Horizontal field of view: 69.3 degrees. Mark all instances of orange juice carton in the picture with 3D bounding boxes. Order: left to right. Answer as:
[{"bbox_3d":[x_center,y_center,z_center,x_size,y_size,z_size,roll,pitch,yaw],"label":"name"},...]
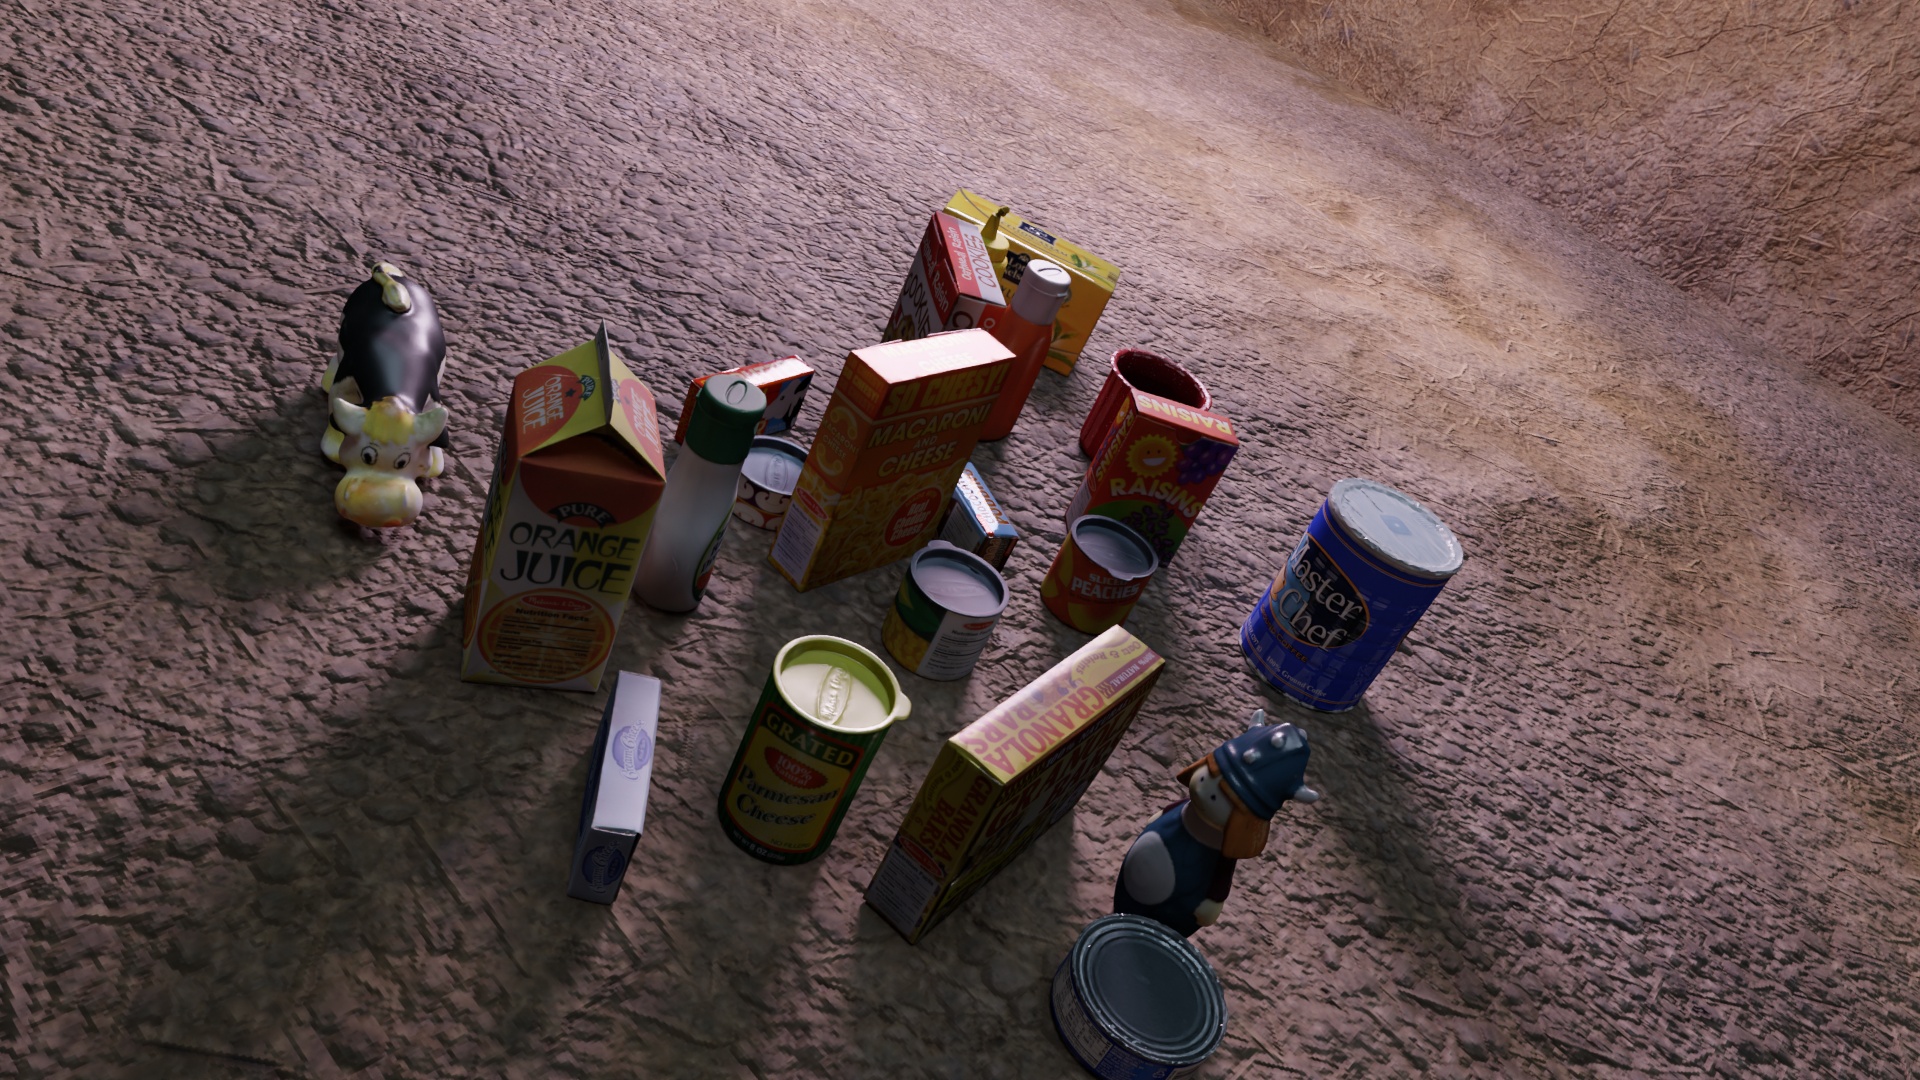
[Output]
[{"bbox_3d":[-0.202,-0.015,0.711,0.073,0.191,0.072,9,37,-25],"label":"orange juice carton"}]

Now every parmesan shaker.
[{"bbox_3d":[-0.076,0.109,0.705,0.071,0.102,0.072,18,34,-12],"label":"parmesan shaker"}]

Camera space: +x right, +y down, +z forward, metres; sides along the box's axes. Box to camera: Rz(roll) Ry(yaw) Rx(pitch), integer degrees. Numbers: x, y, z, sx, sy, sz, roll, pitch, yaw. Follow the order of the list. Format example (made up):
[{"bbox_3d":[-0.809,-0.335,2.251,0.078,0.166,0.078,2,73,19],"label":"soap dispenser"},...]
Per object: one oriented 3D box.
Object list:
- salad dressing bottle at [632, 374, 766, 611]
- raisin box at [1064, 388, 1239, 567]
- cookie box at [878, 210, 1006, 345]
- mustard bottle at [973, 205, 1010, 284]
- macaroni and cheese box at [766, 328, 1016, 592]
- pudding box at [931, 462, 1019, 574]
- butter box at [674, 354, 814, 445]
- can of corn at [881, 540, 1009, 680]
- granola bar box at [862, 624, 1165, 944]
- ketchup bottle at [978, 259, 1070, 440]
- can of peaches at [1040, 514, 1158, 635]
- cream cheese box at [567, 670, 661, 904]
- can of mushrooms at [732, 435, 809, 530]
[{"bbox_3d":[-0.151,-0.026,0.801,0.044,0.147,0.064,22,33,-6],"label":"salad dressing bottle"},{"bbox_3d":[0.142,-0.045,1.045,0.086,0.122,0.040,16,34,-15],"label":"raisin box"},{"bbox_3d":[-0.025,-0.138,1.023,0.040,0.166,0.123,12,35,-21],"label":"cookie box"},{"bbox_3d":[0.004,-0.209,1.146,0.049,0.159,0.065,14,35,-18],"label":"mustard bottle"},{"bbox_3d":[-0.045,-0.053,0.892,0.040,0.165,0.124,42,36,24],"label":"macaroni and cheese box"},{"bbox_3d":[0.003,-0.012,0.974,0.030,0.049,0.084,1,41,-33],"label":"pudding box"},{"bbox_3d":[-0.152,-0.097,0.984,0.024,0.052,0.104,40,36,21],"label":"butter box"},{"bbox_3d":[-0.011,0.044,0.878,0.071,0.058,0.071,18,34,-12],"label":"can of corn"},{"bbox_3d":[0.032,0.125,0.735,0.039,0.123,0.166,39,35,19],"label":"granola bar box"},{"bbox_3d":[0.042,-0.149,1.100,0.043,0.148,0.065,43,37,25],"label":"ketchup bottle"},{"bbox_3d":[0.097,0.026,0.976,0.071,0.057,0.071,18,34,-12],"label":"can of peaches"},{"bbox_3d":[-0.167,0.118,0.676,0.024,0.053,0.104,15,34,-16],"label":"cream cheese box"},{"bbox_3d":[-0.129,-0.040,0.939,0.071,0.033,0.071,18,34,-12],"label":"can of mushrooms"}]
